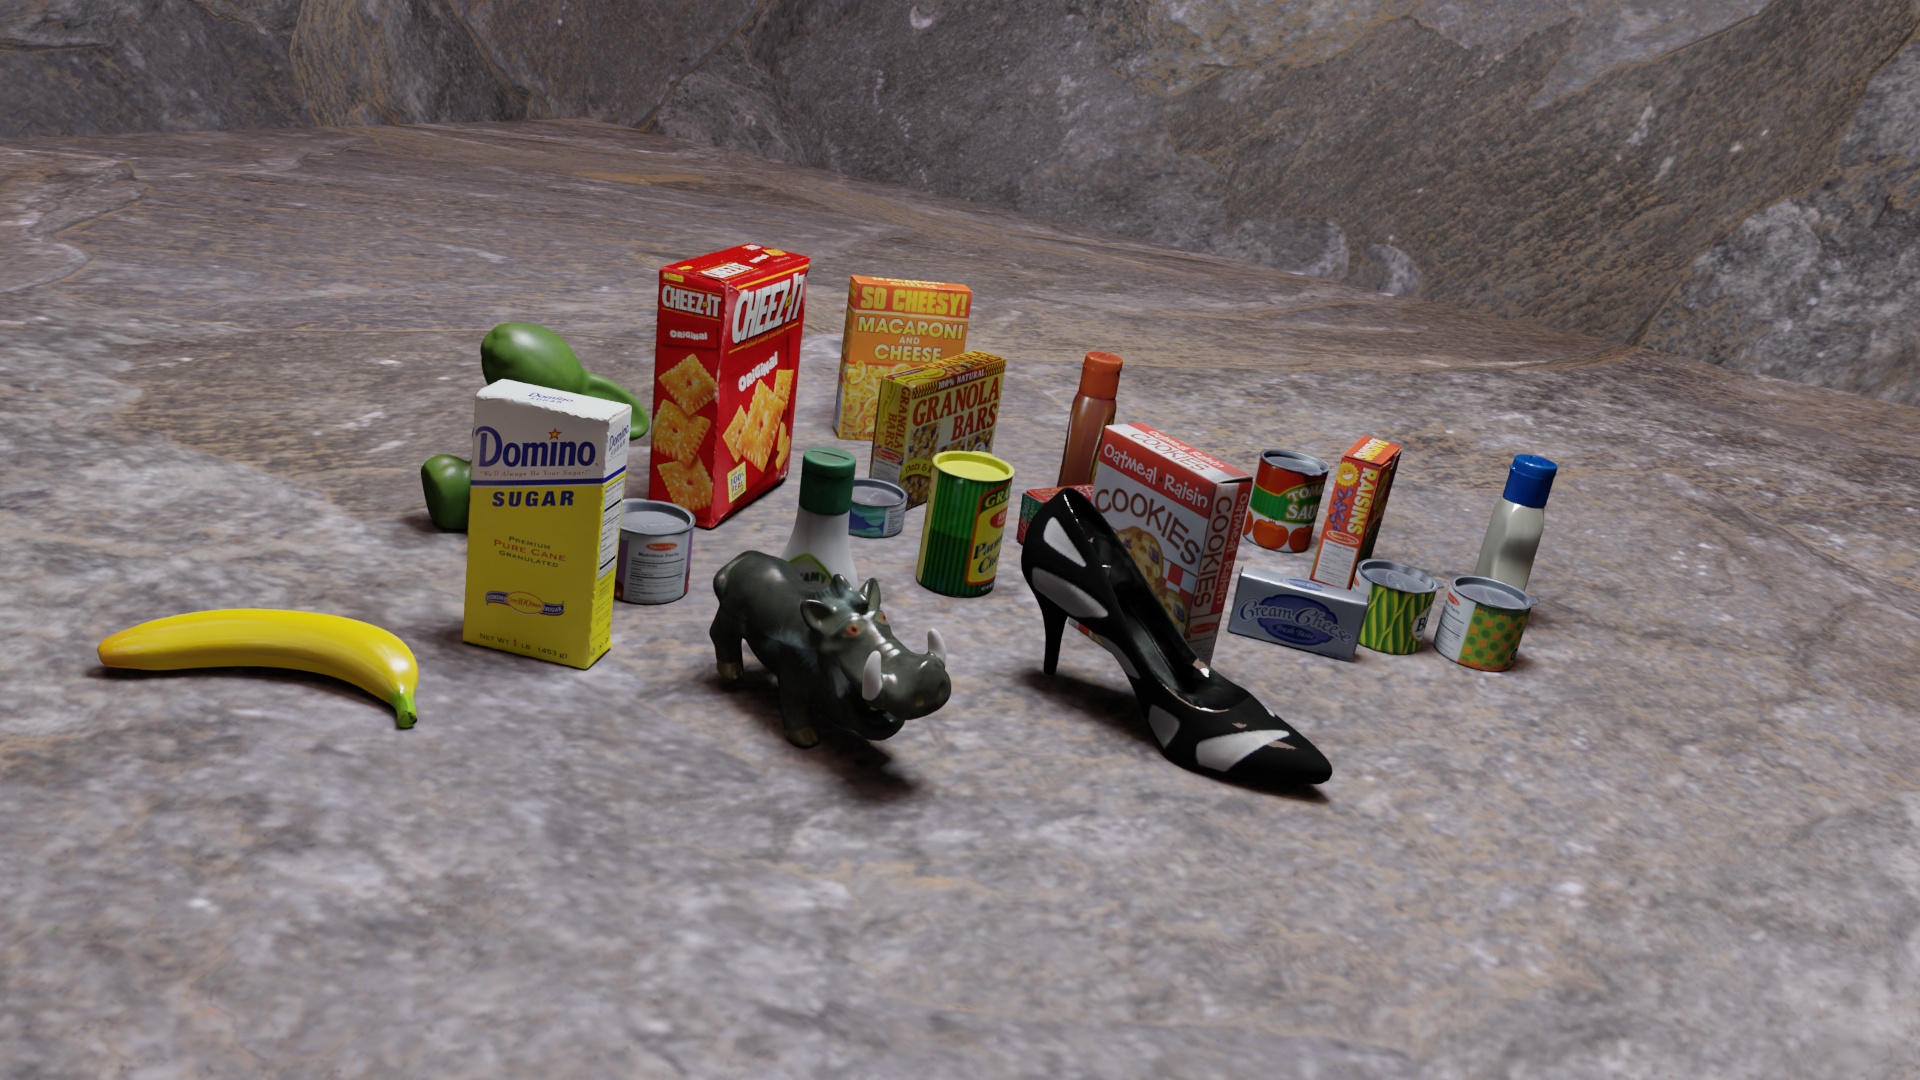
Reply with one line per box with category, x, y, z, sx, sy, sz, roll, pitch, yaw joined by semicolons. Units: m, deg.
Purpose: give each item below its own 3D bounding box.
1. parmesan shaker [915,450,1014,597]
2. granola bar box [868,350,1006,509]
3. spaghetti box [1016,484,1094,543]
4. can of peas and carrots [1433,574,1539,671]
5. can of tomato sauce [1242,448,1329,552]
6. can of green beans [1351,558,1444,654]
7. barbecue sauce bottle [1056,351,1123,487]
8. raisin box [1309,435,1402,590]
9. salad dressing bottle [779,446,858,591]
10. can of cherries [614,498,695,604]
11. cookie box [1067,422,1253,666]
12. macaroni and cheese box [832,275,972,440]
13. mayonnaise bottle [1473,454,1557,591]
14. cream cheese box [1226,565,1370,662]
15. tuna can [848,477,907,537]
parmesan shaker;0.004;-0.014;1.127;0.071;0.102;0.071;8;22;-3
granola bar box;-0.022;-0.106;1.316;0.039;0.123;0.166;20;24;26
spaghetti box;0.163;-0.028;1.293;0.251;0.050;0.029;-6;26;-32
can of peas and carrots;0.434;0.068;1.148;0.071;0.058;0.071;8;22;-3
can of tomato sauce;0.312;-0.038;1.330;0.071;0.082;0.071;8;22;-3
can of green beans;0.356;0.055;1.153;0.071;0.057;0.071;8;22;-3
barbecue sauce bottle;0.125;-0.106;1.340;0.044;0.148;0.065;14;22;14
raisin box;0.361;-0.026;1.265;0.040;0.123;0.086;19;24;24
salad dressing bottle;-0.100;0.009;0.971;0.064;0.147;0.044;13;22;11
can of cherries;-0.235;0.007;1.042;0.071;0.058;0.072;8;22;-3
cookie box;0.146;0.010;1.036;0.040;0.166;0.123;-7;27;-35
macaroni and cheese box;-0.062;-0.187;1.442;0.124;0.165;0.040;1;23;-18
mayonnaise bottle;0.484;-0.001;1.218;0.041;0.147;0.065;10;21;3
cream cheese box;0.271;0.059;1.116;0.104;0.053;0.024;14;22;13
tuna can;-0.083;-0.030;1.225;0.071;0.032;0.071;8;22;-3
